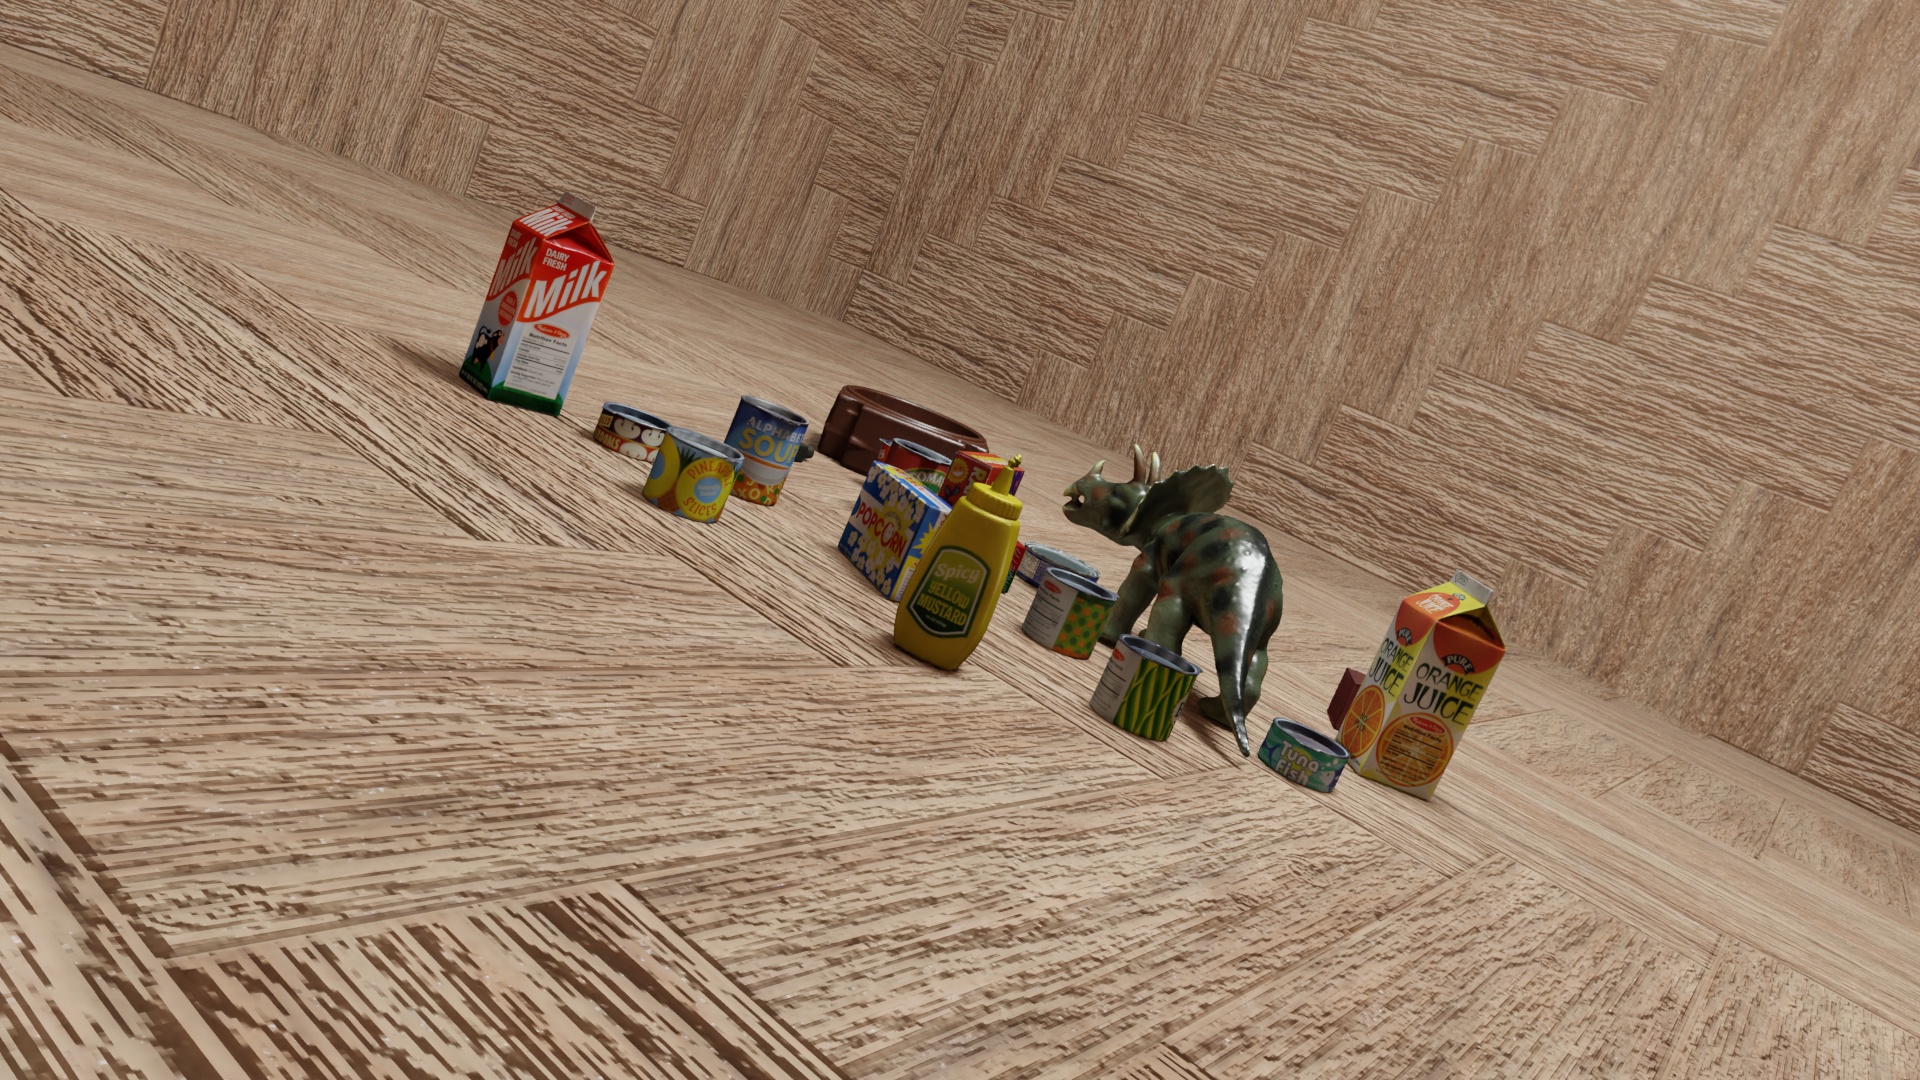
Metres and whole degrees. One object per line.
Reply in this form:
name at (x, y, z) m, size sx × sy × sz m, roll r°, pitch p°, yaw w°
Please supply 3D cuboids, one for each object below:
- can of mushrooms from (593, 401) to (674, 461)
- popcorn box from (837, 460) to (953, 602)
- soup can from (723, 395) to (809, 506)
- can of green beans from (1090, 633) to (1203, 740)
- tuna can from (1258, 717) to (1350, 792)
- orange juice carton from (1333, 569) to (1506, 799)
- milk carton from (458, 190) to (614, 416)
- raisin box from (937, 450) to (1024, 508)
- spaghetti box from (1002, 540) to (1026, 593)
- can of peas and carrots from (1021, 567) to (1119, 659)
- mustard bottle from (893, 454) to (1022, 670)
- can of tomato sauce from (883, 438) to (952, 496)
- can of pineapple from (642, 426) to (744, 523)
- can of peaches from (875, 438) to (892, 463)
can of mushrooms at (-0.295, -0.098, 1.247) m, size 0.071 × 0.033 × 0.071 m, roll 22°, pitch 10°, yaw -4°
popcorn box at (-0.052, -0.006, 1.163) m, size 0.038 × 0.085 × 0.127 m, roll 18°, pitch 11°, yaw -30°
soup can at (-0.183, -0.081, 1.265) m, size 0.071 × 0.083 × 0.071 m, roll 23°, pitch 10°, yaw -4°
can of green beans at (0.139, 0.111, 1.052) m, size 0.071 × 0.057 × 0.071 m, roll 22°, pitch 10°, yaw -4°
tuna can at (0.274, 0.171, 1.109) m, size 0.071 × 0.032 × 0.071 m, roll 22°, pitch 10°, yaw -4°
orange juice carton at (0.408, 0.120, 1.217) m, size 0.073 × 0.192 × 0.072 m, roll 22°, pitch 9°, yaw -9°
milk carton at (-0.372, -0.216, 1.241) m, size 0.073 × 0.190 × 0.072 m, roll 14°, pitch 13°, yaw -45°
raisin box at (0.004, -0.015, 1.225) m, size 0.040 × 0.123 × 0.086 m, roll 27°, pitch 10°, yaw 21°
spaghetti box at (-0.001, -0.014, 1.415) m, size 0.029 × 0.050 × 0.250 m, roll 18°, pitch 11°, yaw -27°
can of peas and carrots at (0.096, 0.063, 1.203) m, size 0.071 × 0.058 × 0.071 m, roll 22°, pitch 10°, yaw -4°
mustard bottle at (0.006, 0.011, 0.984) m, size 0.065 × 0.160 × 0.049 m, roll 24°, pitch 9°, yaw 6°
can of tomato sauce at (-0.052, -0.053, 1.411) m, size 0.071 × 0.083 × 0.071 m, roll 23°, pitch 10°, yaw -4°
can of pineapple at (-0.214, -0.052, 1.117) m, size 0.071 × 0.057 × 0.071 m, roll 22°, pitch 10°, yaw -4°
can of peaches at (-0.069, -0.075, 1.562) m, size 0.071 × 0.058 × 0.071 m, roll 22°, pitch 10°, yaw -4°
